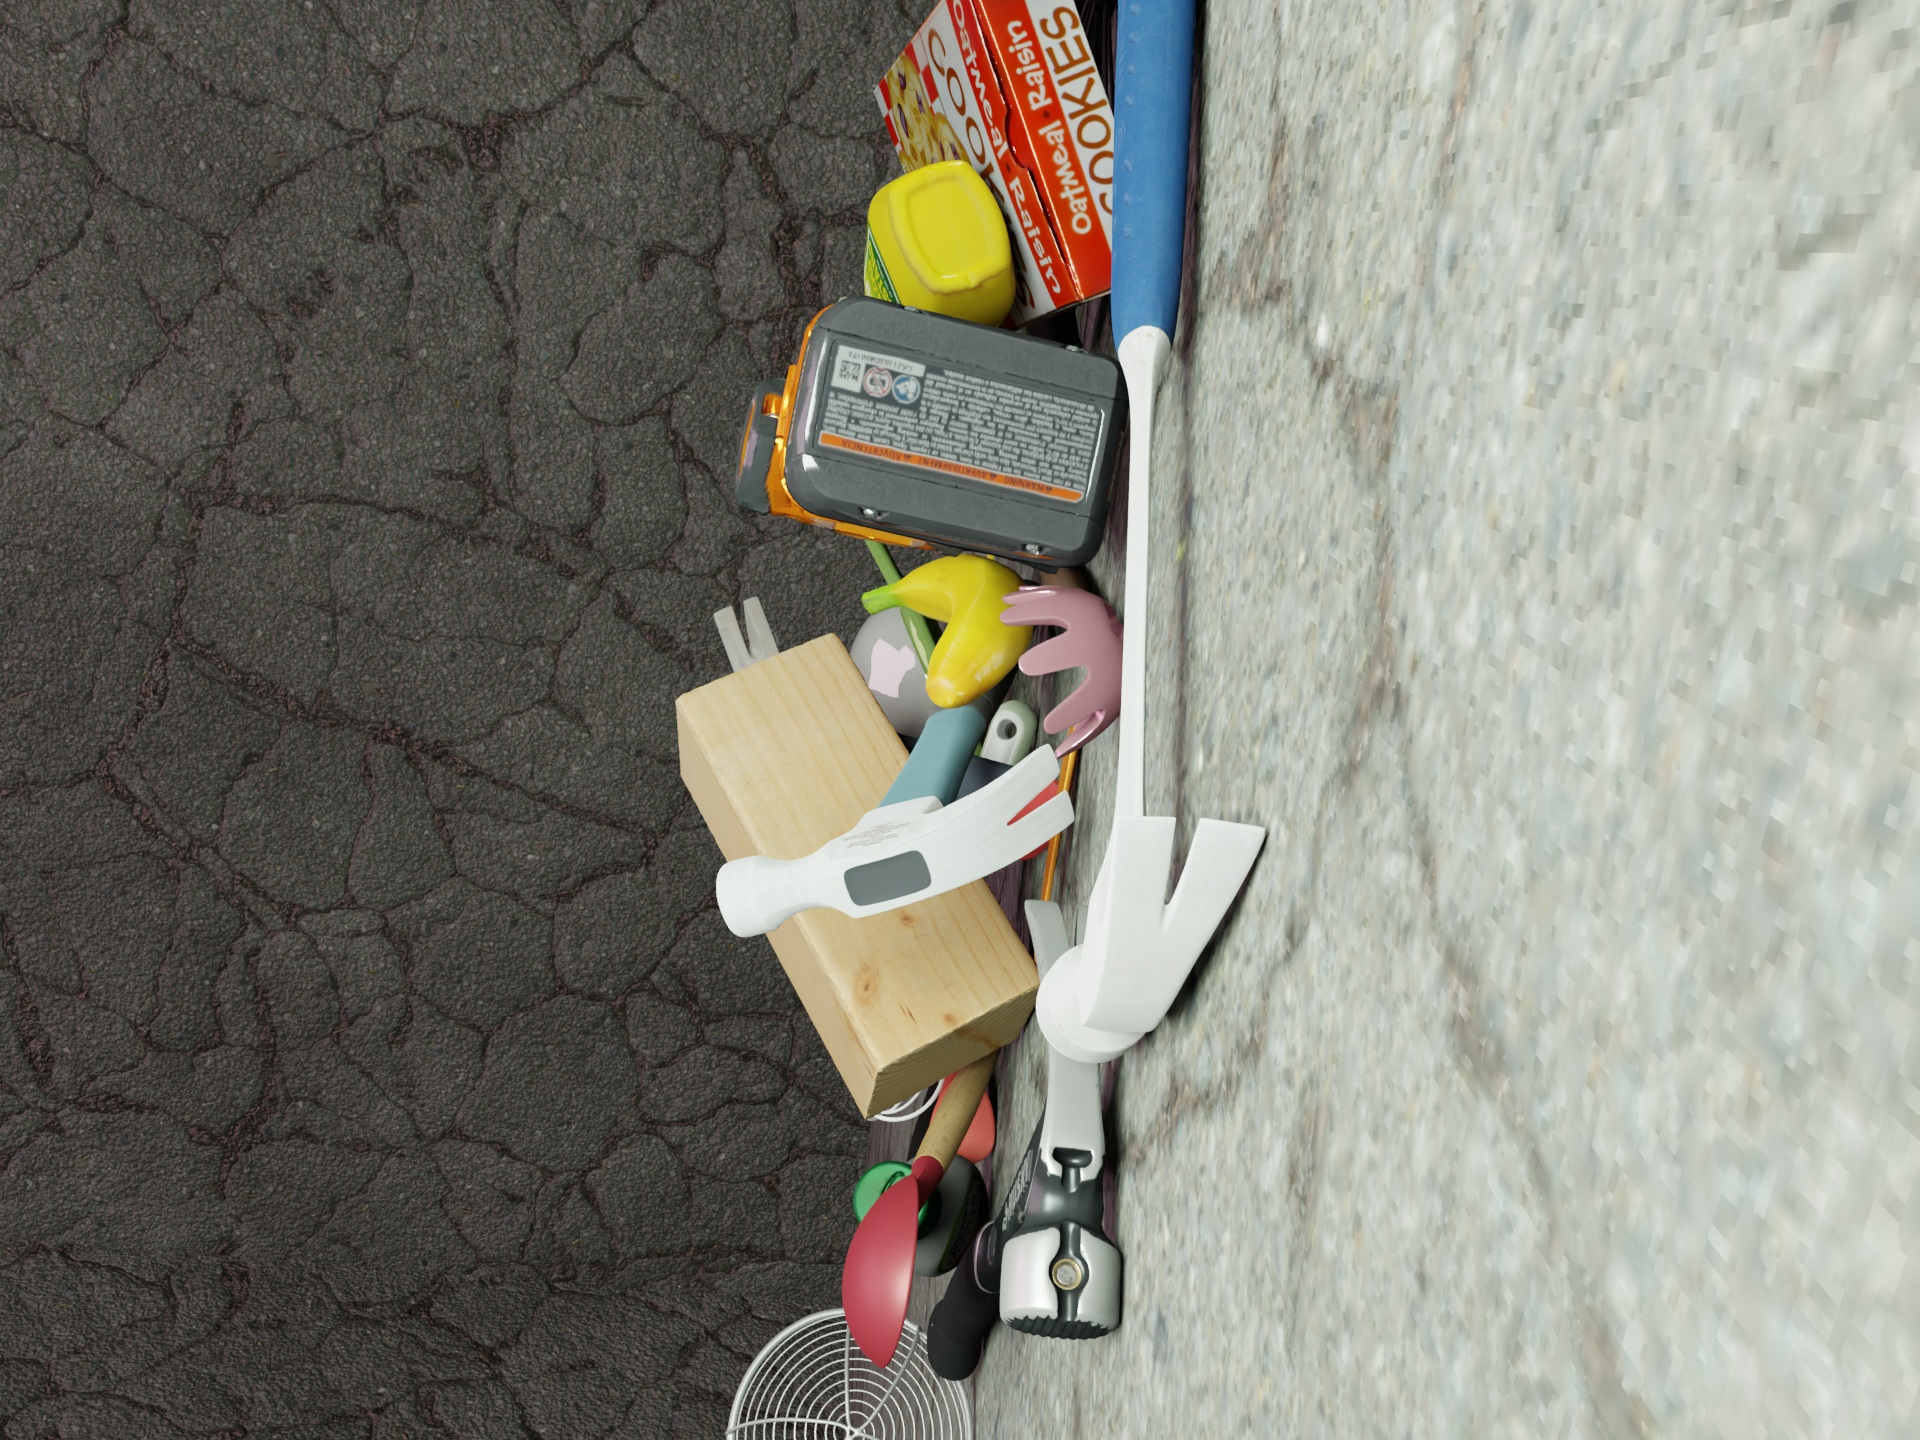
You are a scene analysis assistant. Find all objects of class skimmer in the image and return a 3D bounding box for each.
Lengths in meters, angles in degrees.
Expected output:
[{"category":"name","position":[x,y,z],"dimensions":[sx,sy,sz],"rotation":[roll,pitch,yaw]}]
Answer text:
[{"category":"skimmer","position":[-0.039,0.327,0.942],"dimensions":[0.363,0.127,0.090],"rotation":[-67,-8,-70]}]

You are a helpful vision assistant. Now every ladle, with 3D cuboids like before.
[{"category":"ladle","position":[-0.009,0.195,0.730],"dimensions":[0.315,0.031,0.069],"rotation":[-37,-37,-78]}]

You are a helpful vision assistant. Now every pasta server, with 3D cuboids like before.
[{"category":"pasta server","position":[0.041,-0.050,0.682],"dimensions":[0.316,0.040,0.060],"rotation":[-92,-20,-77]}]

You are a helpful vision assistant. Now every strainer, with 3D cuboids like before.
[{"category":"strainer","position":[-0.052,-0.053,0.967],"dimensions":[0.256,0.069,0.152],"rotation":[62,-175,-21]}]

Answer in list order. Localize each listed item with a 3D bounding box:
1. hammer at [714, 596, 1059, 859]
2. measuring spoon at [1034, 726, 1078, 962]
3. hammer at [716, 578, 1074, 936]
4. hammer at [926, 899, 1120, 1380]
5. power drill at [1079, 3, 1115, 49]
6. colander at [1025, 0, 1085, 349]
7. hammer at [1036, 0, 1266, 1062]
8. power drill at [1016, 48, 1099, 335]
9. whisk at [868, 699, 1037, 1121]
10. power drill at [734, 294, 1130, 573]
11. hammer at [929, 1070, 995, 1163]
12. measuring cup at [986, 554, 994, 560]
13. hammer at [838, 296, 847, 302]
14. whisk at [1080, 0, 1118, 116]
[{"category":"hammer","position":[-0.051,0.006,0.882],"dimensions":[0.386,0.038,0.143],"rotation":[13,125,66]},{"category":"measuring spoon","position":[0.046,0.048,0.690],"dimensions":[0.021,0.011,0.117],"rotation":[173,106,-86]},{"category":"hammer","position":[-0.001,-0.002,0.724],"dimensions":[0.331,0.128,0.033],"rotation":[-65,-42,-65]},{"category":"hammer","position":[0.016,0.216,0.671],"dimensions":[0.408,0.036,0.149],"rotation":[101,175,-58]},{"category":"power drill","position":[0.058,-0.468,0.773],"dimensions":[0.186,0.084,0.226],"rotation":[-87,9,-46]},{"category":"colander","position":[0.047,-0.321,0.677],"dimensions":[0.205,0.094,0.396],"rotation":[55,166,46]},{"category":"hammer","position":[0.059,-0.109,0.493],"dimensions":[0.144,0.035,0.406],"rotation":[103,172,-68]},{"category":"power drill","position":[0.031,-0.297,0.964],"dimensions":[0.226,0.080,0.188],"rotation":[161,115,-83]},{"category":"whisk","position":[-0.007,0.106,0.874],"dimensions":[0.059,0.058,0.246],"rotation":[12,-83,-67]},{"category":"power drill","position":[-0.005,-0.106,0.657],"dimensions":[0.226,0.164,0.084],"rotation":[-160,81,-78]},{"category":"hammer","position":[-0.003,0.172,1.038],"dimensions":[0.359,0.036,0.149],"rotation":[-92,8,-67]},{"category":"measuring cup","position":[0.035,-0.112,1.072],"dimensions":[0.062,0.029,0.156],"rotation":[-101,28,-69]},{"category":"hammer","position":[-0.028,-0.167,0.956],"dimensions":[0.146,0.038,0.411],"rotation":[-70,25,11]},{"category":"whisk","position":[0.064,-0.339,0.741],"dimensions":[0.055,0.055,0.238],"rotation":[-88,10,-50]}]
